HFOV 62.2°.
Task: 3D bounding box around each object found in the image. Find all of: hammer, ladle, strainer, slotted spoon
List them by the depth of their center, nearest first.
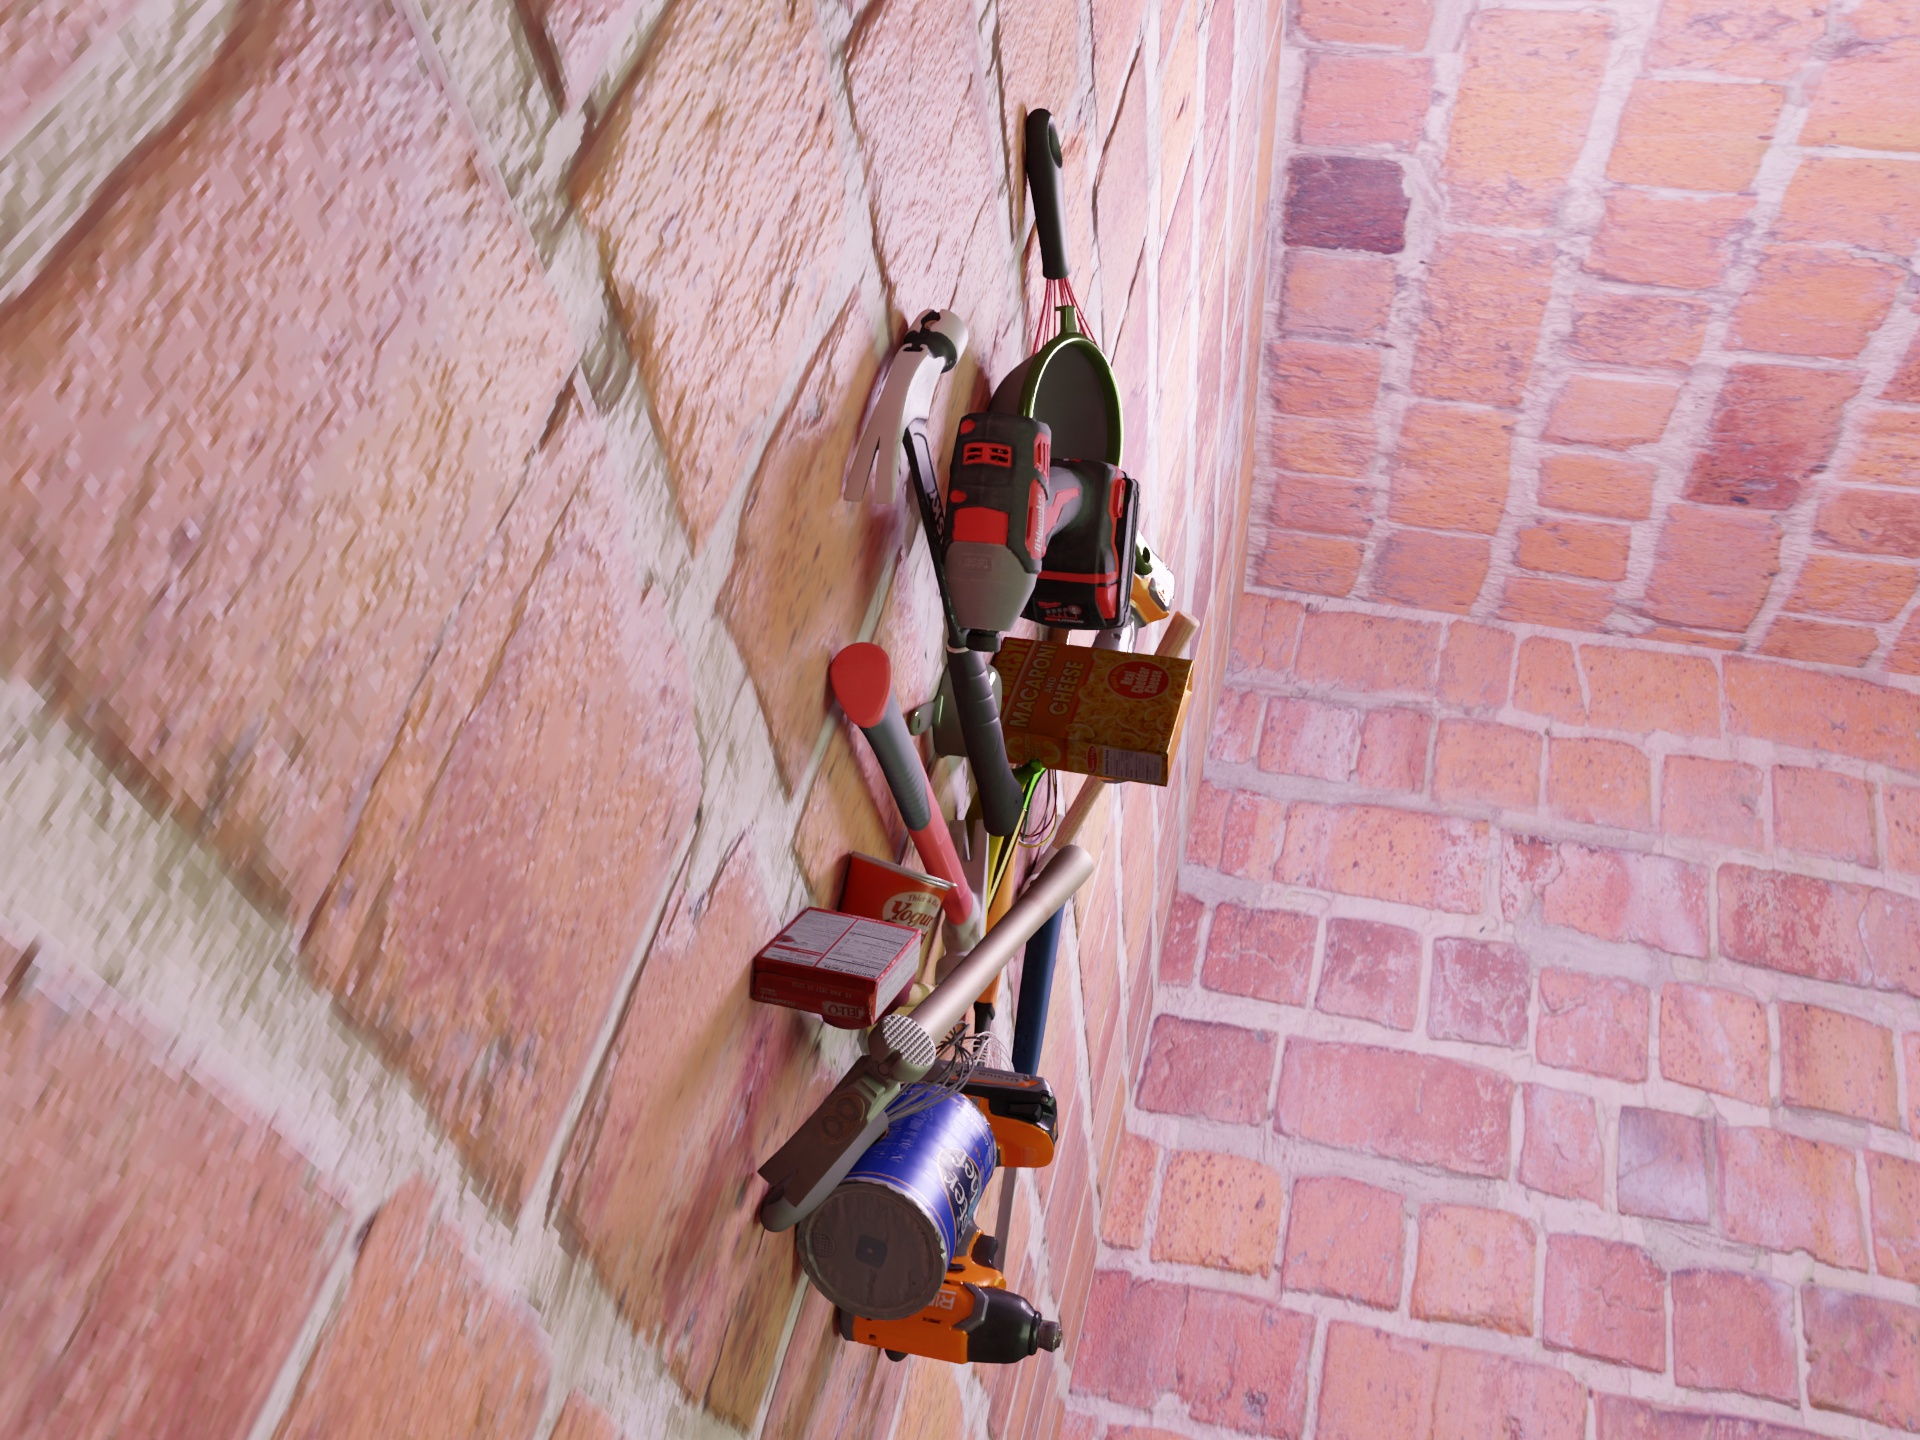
[{"bbox_3d":[-0.002,-0.061,1.066,0.408,0.036,0.149,76,28,-45],"label":"hammer"},{"bbox_3d":[0.002,0.179,1.078,0.146,0.038,0.410,-52,172,26],"label":"hammer"},{"bbox_3d":[-0.026,0.050,1.097,0.385,0.038,0.143,72,18,-57],"label":"hammer"},{"bbox_3d":[-0.042,0.199,1.150,0.069,0.031,0.315,-35,168,1],"label":"ladle"},{"bbox_3d":[0.083,-0.192,1.250,0.256,0.069,0.151,49,55,-50],"label":"strainer"},{"bbox_3d":[0.039,0.098,1.372,0.031,0.070,0.314,-10,-124,63],"label":"slotted spoon"},{"bbox_3d":[0.056,0.341,1.411,0.144,0.035,0.406,-23,-126,59],"label":"hammer"},{"bbox_3d":[0.027,0.243,1.471,0.127,0.034,0.336,-35,132,-71],"label":"hammer"},{"bbox_3d":[0.155,0.035,1.637,0.331,0.031,0.130,-62,177,18],"label":"hammer"}]

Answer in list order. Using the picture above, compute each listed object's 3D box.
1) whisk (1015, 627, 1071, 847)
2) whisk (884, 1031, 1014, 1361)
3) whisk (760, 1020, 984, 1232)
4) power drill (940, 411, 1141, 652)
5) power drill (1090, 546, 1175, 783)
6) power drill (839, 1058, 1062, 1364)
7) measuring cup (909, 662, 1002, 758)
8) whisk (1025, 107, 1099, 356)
[{"bbox_3d":[0.082,0.009,1.530,0.051,0.047,0.245,69,30,-62],"label":"whisk"},{"bbox_3d":[-0.014,0.408,1.371,0.070,0.070,0.285,56,49,-71],"label":"whisk"},{"bbox_3d":[-0.055,0.264,1.048,0.239,0.055,0.055,-34,133,-53],"label":"whisk"},{"bbox_3d":[0.049,-0.114,1.032,0.219,0.078,0.143,-3,99,-69],"label":"power drill"},{"bbox_3d":[0.124,-0.076,1.513,0.185,0.084,0.226,39,54,-43],"label":"power drill"},{"bbox_3d":[0.014,0.387,1.239,0.084,0.164,0.227,84,18,-45],"label":"power drill"},{"bbox_3d":[-0.002,-0.004,1.173,0.167,0.038,0.083,-27,125,-76],"label":"measuring cup"},{"bbox_3d":[0.079,-0.336,1.261,0.073,0.073,0.295,-67,154,-46],"label":"whisk"}]
